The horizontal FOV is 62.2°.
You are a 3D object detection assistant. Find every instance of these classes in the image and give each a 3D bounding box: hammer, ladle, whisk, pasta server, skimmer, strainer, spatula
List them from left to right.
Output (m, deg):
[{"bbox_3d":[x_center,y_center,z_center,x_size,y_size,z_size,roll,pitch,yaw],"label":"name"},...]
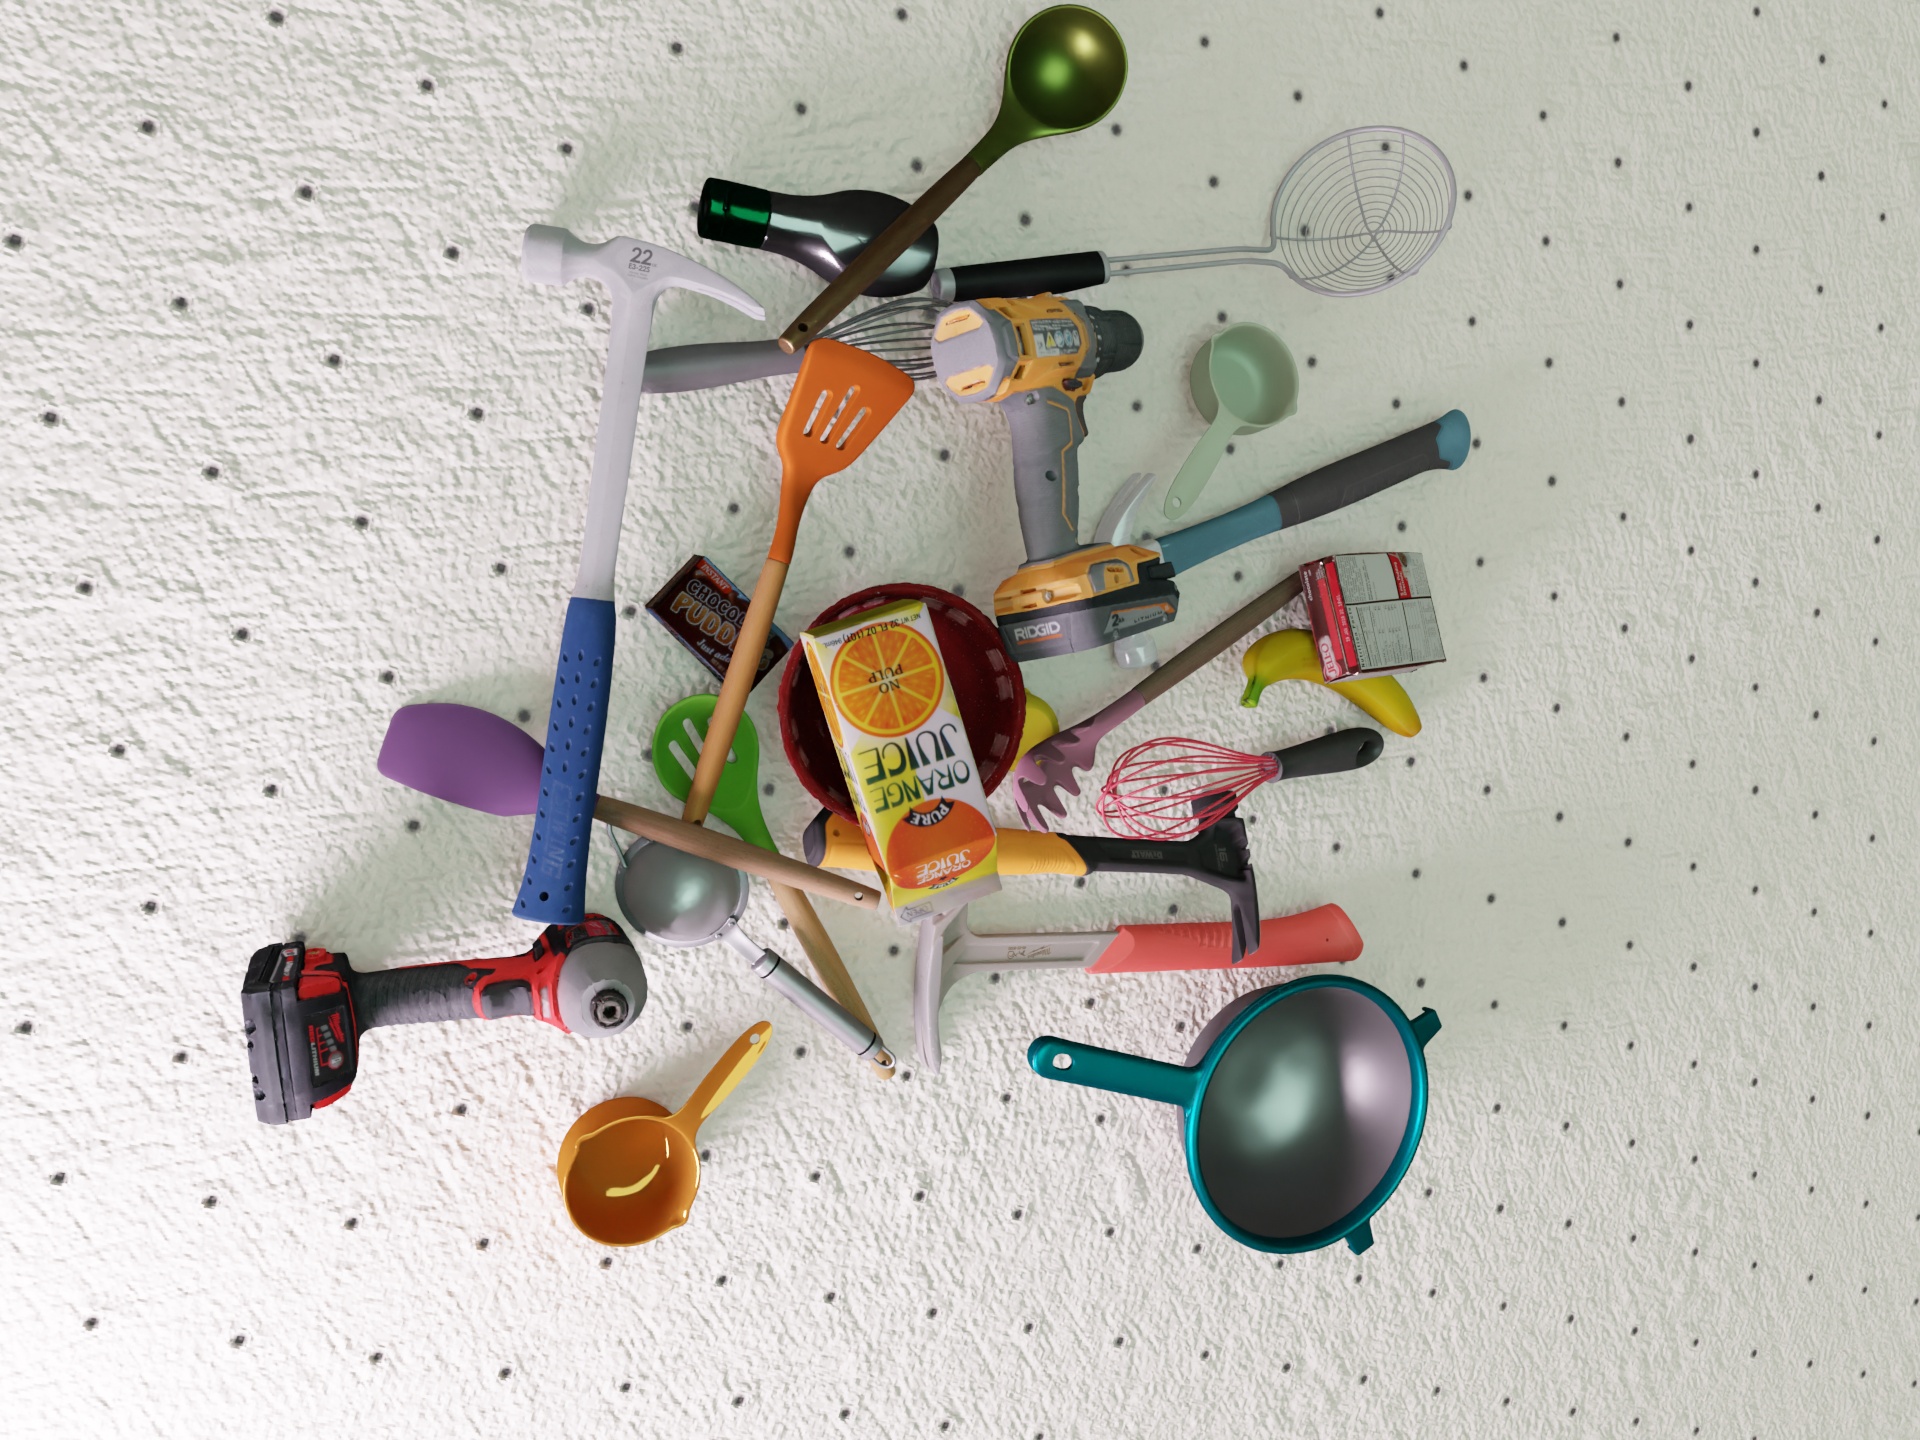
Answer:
[{"bbox_3d":[-0.211,-0.082,0.943,0.144,0.035,0.405,8,91,-4],"label":"hammer"},{"bbox_3d":[-0.198,0.059,0.976,0.316,0.018,0.060,20,90,-7],"label":"spatula"},{"bbox_3d":[-0.133,0.154,1.040,0.087,0.050,0.258,-43,111,12],"label":"strainer"},{"bbox_3d":[-0.116,-0.074,0.986,0.081,0.041,0.322,17,92,-39],"label":"spatula"},{"bbox_3d":[-0.101,-0.230,1.001,0.239,0.055,0.055,-11,103,-17],"label":"whisk"},{"bbox_3d":[-0.005,-0.334,0.983,0.078,0.062,0.320,42,66,-6],"label":"ladle"},{"bbox_3d":[0.055,0.099,1.093,0.336,0.034,0.127,5,62,-23],"label":"hammer"},{"bbox_3d":[0.138,0.177,1.172,0.359,0.037,0.149,2,98,-23],"label":"hammer"},{"bbox_3d":[0.150,-0.026,1.125,0.316,0.040,0.060,-35,144,-24],"label":"pasta server"},{"bbox_3d":[0.158,-0.330,1.071,0.363,0.090,0.127,-11,70,-19],"label":"skimmer"},{"bbox_3d":[0.184,0.266,1.174,0.340,0.095,0.211,17,91,-23],"label":"strainer"},{"bbox_3d":[0.210,0.036,1.145,0.295,0.073,0.073,-9,102,-38],"label":"whisk"},{"bbox_3d":[0.240,-0.155,1.164,0.331,0.033,0.128,-24,108,-18],"label":"hammer"}]

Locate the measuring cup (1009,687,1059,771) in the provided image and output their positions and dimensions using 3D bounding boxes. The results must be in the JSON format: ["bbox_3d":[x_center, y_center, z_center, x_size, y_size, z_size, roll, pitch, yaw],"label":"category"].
[{"bbox_3d":[-0.002,-0.003,1.086,0.156,0.029,0.062,15,92,-24],"label":"measuring cup"}]

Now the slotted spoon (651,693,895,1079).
[{"bbox_3d":[-0.116,0.117,1.060,0.070,0.031,0.313,-32,111,-15],"label":"slotted spoon"}]

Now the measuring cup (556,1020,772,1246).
[{"bbox_3d":[-0.189,0.257,1.037,0.173,0.052,0.095,-49,113,-11],"label":"measuring cup"}]

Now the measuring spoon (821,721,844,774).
[{"bbox_3d":[-0.062,0.054,1.081,0.034,0.018,0.124,-35,103,-21],"label":"measuring spoon"}]

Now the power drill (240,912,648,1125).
[{"bbox_3d":[-0.294,0.165,0.928,0.219,0.143,0.078,-7,99,-20],"label":"power drill"}]

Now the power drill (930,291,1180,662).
[{"bbox_3d":[0.076,-0.166,1.038,0.185,0.084,0.226,-20,98,-49],"label":"power drill"}]

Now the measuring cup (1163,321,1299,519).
[{"bbox_3d":[0.175,-0.202,1.109,0.083,0.038,0.168,37,71,-16],"label":"measuring cup"}]
